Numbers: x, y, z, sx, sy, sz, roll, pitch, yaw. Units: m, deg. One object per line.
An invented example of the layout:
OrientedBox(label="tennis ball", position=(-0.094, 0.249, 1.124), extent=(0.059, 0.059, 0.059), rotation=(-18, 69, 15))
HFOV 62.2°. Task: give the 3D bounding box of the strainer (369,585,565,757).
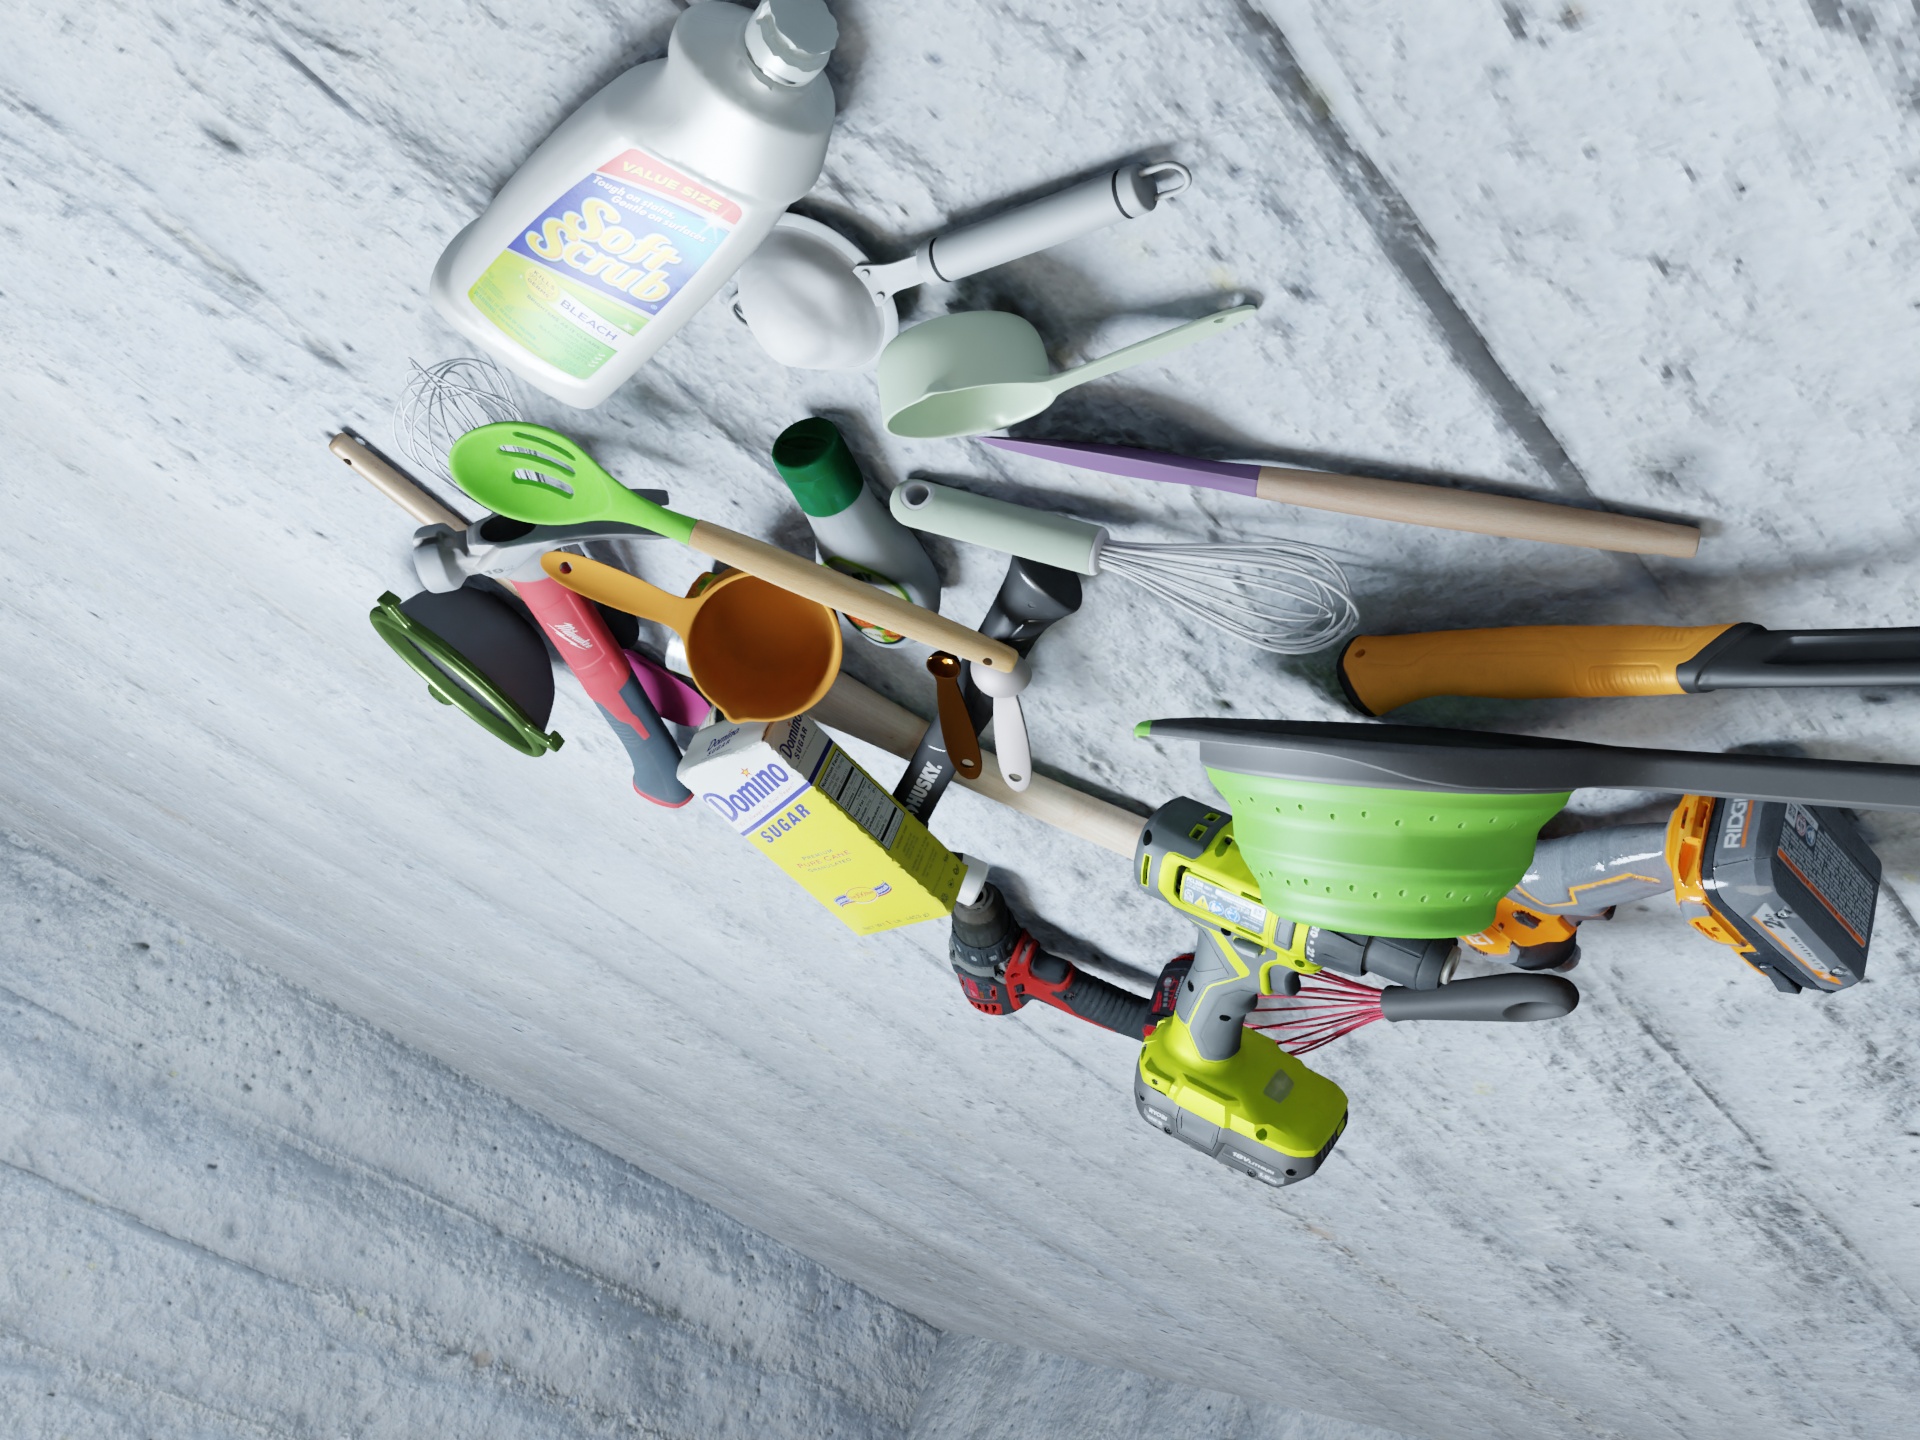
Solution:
OrientedBox(label="strainer", position=(-0.350, -0.044, 1.155), extent=(0.151, 0.069, 0.256), rotation=(43, 163, -15))

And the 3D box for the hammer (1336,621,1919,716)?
OrientedBox(label="hammer", position=(0.302, -0.033, 0.675), extent=(0.034, 0.127, 0.337), rotation=(37, 159, -30))

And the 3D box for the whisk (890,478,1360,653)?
OrientedBox(label="whisk", position=(0.076, -0.081, 0.786), extent=(0.246, 0.058, 0.059), rotation=(17, 160, 19))

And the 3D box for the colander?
OrientedBox(label="colander", position=(0.278, 0.057, 0.737), extent=(0.397, 0.094, 0.204), rotation=(4, -177, 25))

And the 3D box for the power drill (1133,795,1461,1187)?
OrientedBox(label="power drill", position=(0.194, 0.171, 0.971), extent=(0.191, 0.080, 0.228), rotation=(22, 129, 28))

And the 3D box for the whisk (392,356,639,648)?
OrientedBox(label="whisk", position=(-0.253, -0.119, 0.952), extent=(0.070, 0.070, 0.284), rotation=(12, 156, 18))

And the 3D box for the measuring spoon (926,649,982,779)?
OrientedBox(label="measuring spoon", position=(-0.001, -0.003, 0.910), extent=(0.021, 0.011, 0.116), rotation=(6, 144, 15))

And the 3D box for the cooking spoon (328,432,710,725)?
OrientedBox(label="cooking spoon", position=(-0.287, -0.086, 1.070), extent=(0.069, 0.017, 0.318), rotation=(-12, 138, 42))

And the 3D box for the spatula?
OrientedBox(label="spatula", position=(0.158, -0.102, 0.704), extent=(0.316, 0.018, 0.060), rotation=(11, -173, 15))

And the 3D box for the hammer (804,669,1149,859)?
OrientedBox(label="hammer", position=(0.064, 0.060, 1.061), extent=(0.410, 0.038, 0.146), rotation=(24, 154, -3))

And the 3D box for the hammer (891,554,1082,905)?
OrientedBox(label="hammer", position=(-0.009, 0.003, 0.955), extent=(0.146, 0.035, 0.334), rotation=(25, 143, -3))

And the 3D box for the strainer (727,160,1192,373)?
OrientedBox(label="strainer", position=(-0.017, -0.190, 0.666), extent=(0.258, 0.050, 0.086), rotation=(-7, 133, 38))

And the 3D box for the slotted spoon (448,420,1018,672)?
OrientedBox(label="slotted spoon", position=(-0.117, -0.088, 0.839), extent=(0.313, 0.031, 0.070), rotation=(22, 140, -1))

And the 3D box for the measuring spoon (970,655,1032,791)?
OrientedBox(label="measuring spoon", position=(0.026, 0.006, 0.897), extent=(0.034, 0.018, 0.124), rotation=(9, 142, 16))

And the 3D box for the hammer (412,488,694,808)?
OrientedBox(label="hammer", position=(-0.217, -0.030, 1.047), extent=(0.143, 0.038, 0.386), rotation=(-10, 155, 1))

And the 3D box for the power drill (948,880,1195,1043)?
OrientedBox(label="power drill", position=(0.095, 0.201, 1.252), extent=(0.227, 0.080, 0.187), rotation=(16, 152, 17))

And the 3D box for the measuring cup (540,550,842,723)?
OrientedBox(label="measuring cup", position=(-0.150, -0.063, 0.900), extent=(0.173, 0.095, 0.052), rotation=(22, -166, -9))

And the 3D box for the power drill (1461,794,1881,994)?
OrientedBox(label="power drill", position=(0.359, 0.093, 0.859), extent=(0.164, 0.084, 0.226), rotation=(38, 153, -28))

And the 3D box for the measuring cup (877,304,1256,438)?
OrientedBox(label="measuring cup", position=(0.041, -0.161, 0.674), extent=(0.167, 0.038, 0.083), rotation=(-14, 174, 22))

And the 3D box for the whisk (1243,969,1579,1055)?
OrientedBox(label="whisk", position=(0.260, 0.182, 1.020), extent=(0.073, 0.073, 0.296), rotation=(37, 150, -26))
